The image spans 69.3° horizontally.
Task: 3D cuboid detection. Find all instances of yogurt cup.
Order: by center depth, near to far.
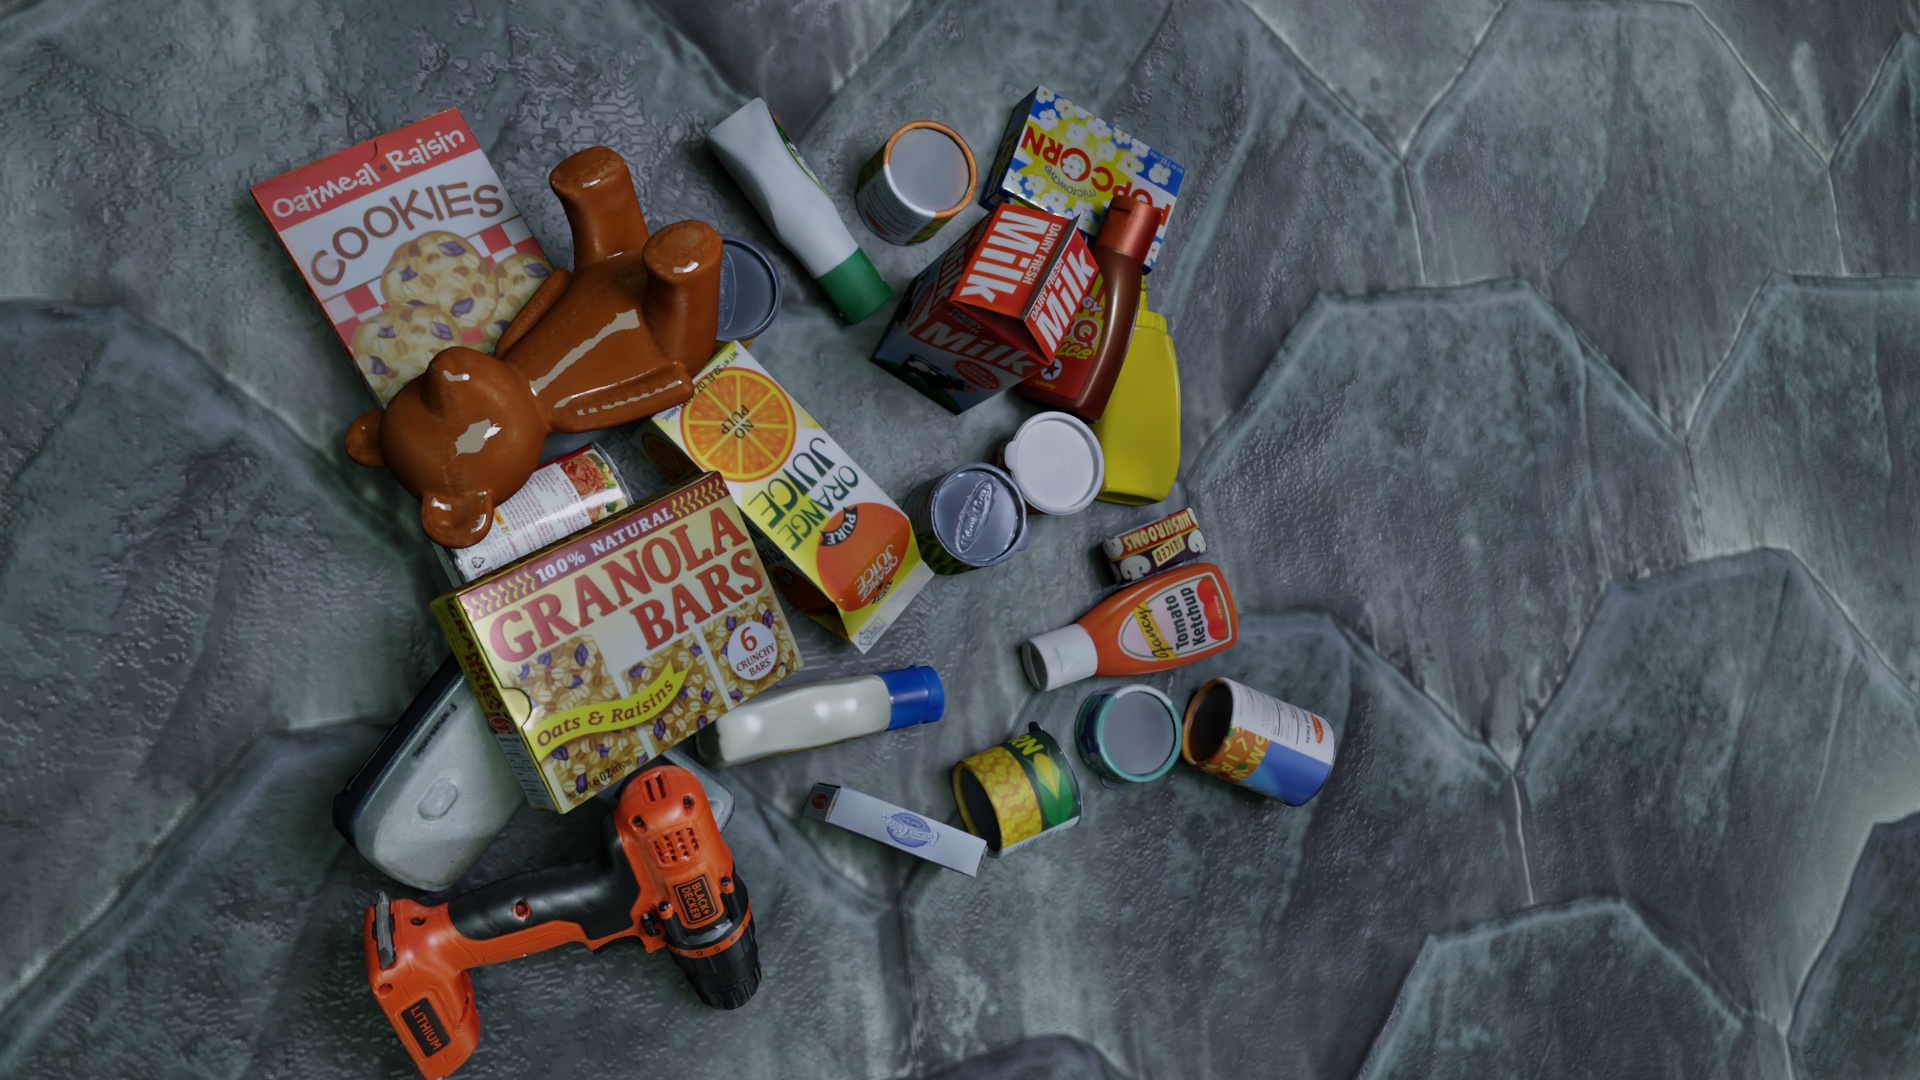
[{"bbox_3d":[0.054,-0.047,0.920,0.072,0.054,0.072,3,82,-22],"label":"yogurt cup"}]

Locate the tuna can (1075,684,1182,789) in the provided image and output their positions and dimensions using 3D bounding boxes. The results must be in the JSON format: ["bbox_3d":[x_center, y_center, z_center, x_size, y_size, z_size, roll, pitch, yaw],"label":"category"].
[{"bbox_3d":[0.113,0.132,0.931,0.071,0.032,0.071,3,81,-22],"label":"tuna can"}]

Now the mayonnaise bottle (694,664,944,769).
[{"bbox_3d":[-0.083,0.105,0.840,0.148,0.064,0.041,-8,85,-27],"label":"mayonnaise bottle"}]

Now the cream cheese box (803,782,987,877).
[{"bbox_3d":[-0.040,0.176,0.850,0.104,0.053,0.024,24,77,-18],"label":"cream cheese box"}]

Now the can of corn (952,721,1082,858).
[{"bbox_3d":[0.034,0.157,0.877,0.058,0.071,0.071,-19,90,-23],"label":"can of corn"}]

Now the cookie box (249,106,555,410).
[{"bbox_3d":[-0.301,-0.147,0.796,0.123,0.040,0.167,-32,95,-23],"label":"cookie box"}]

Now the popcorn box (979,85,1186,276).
[{"bbox_3d":[0.087,-0.248,0.972,0.127,0.038,0.085,24,75,-18],"label":"popcorn box"}]

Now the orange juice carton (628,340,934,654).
[{"bbox_3d":[-0.102,-0.022,0.842,0.192,0.073,0.072,46,68,-11],"label":"orange juice carton"}]

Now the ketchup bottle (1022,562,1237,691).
[{"bbox_3d":[0.114,0.063,0.935,0.149,0.043,0.064,-16,92,-23],"label":"ketchup bottle"}]

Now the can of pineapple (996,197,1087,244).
[{"bbox_3d":[0.041,-0.188,0.928,0.058,0.071,0.071,28,73,-16],"label":"can of pineapple"}]

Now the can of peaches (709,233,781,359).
[{"bbox_3d":[-0.151,-0.147,0.849,0.071,0.058,0.071,3,82,-22],"label":"can of peaches"}]

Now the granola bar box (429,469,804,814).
[{"bbox_3d":[-0.177,0.051,0.745,0.166,0.039,0.124,-31,104,-38],"label":"granola bar box"}]

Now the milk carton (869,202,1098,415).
[{"bbox_3d":[0.018,-0.141,0.845,0.073,0.190,0.072,31,72,-16],"label":"milk carton"}]

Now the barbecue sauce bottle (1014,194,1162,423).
[{"bbox_3d":[0.091,-0.156,0.929,0.043,0.065,0.148,24,89,-52],"label":"barbecue sauce bottle"}]

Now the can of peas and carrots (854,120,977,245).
[{"bbox_3d":[-0.028,-0.236,0.912,0.071,0.058,0.071,3,82,-22],"label":"can of peas and carrots"}]

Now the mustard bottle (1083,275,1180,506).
[{"bbox_3d":[0.120,-0.106,0.960,0.065,0.048,0.160,11,78,-21],"label":"mustard bottle"}]

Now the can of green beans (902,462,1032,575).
[{"bbox_3d":[0.001,-0.013,0.892,0.071,0.057,0.071,3,81,-22],"label":"can of green beans"}]

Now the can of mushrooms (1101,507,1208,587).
[{"bbox_3d":[0.131,0.004,0.936,0.071,0.071,0.033,-21,89,-23],"label":"can of mushrooms"}]

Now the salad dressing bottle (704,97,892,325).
[{"bbox_3d":[-0.100,-0.206,0.879,0.044,0.064,0.147,-38,106,-4],"label":"salad dressing bottle"}]

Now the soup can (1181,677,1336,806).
[{"bbox_3d":[0.201,0.139,0.950,0.084,0.071,0.071,23,75,-17],"label":"soup can"}]
